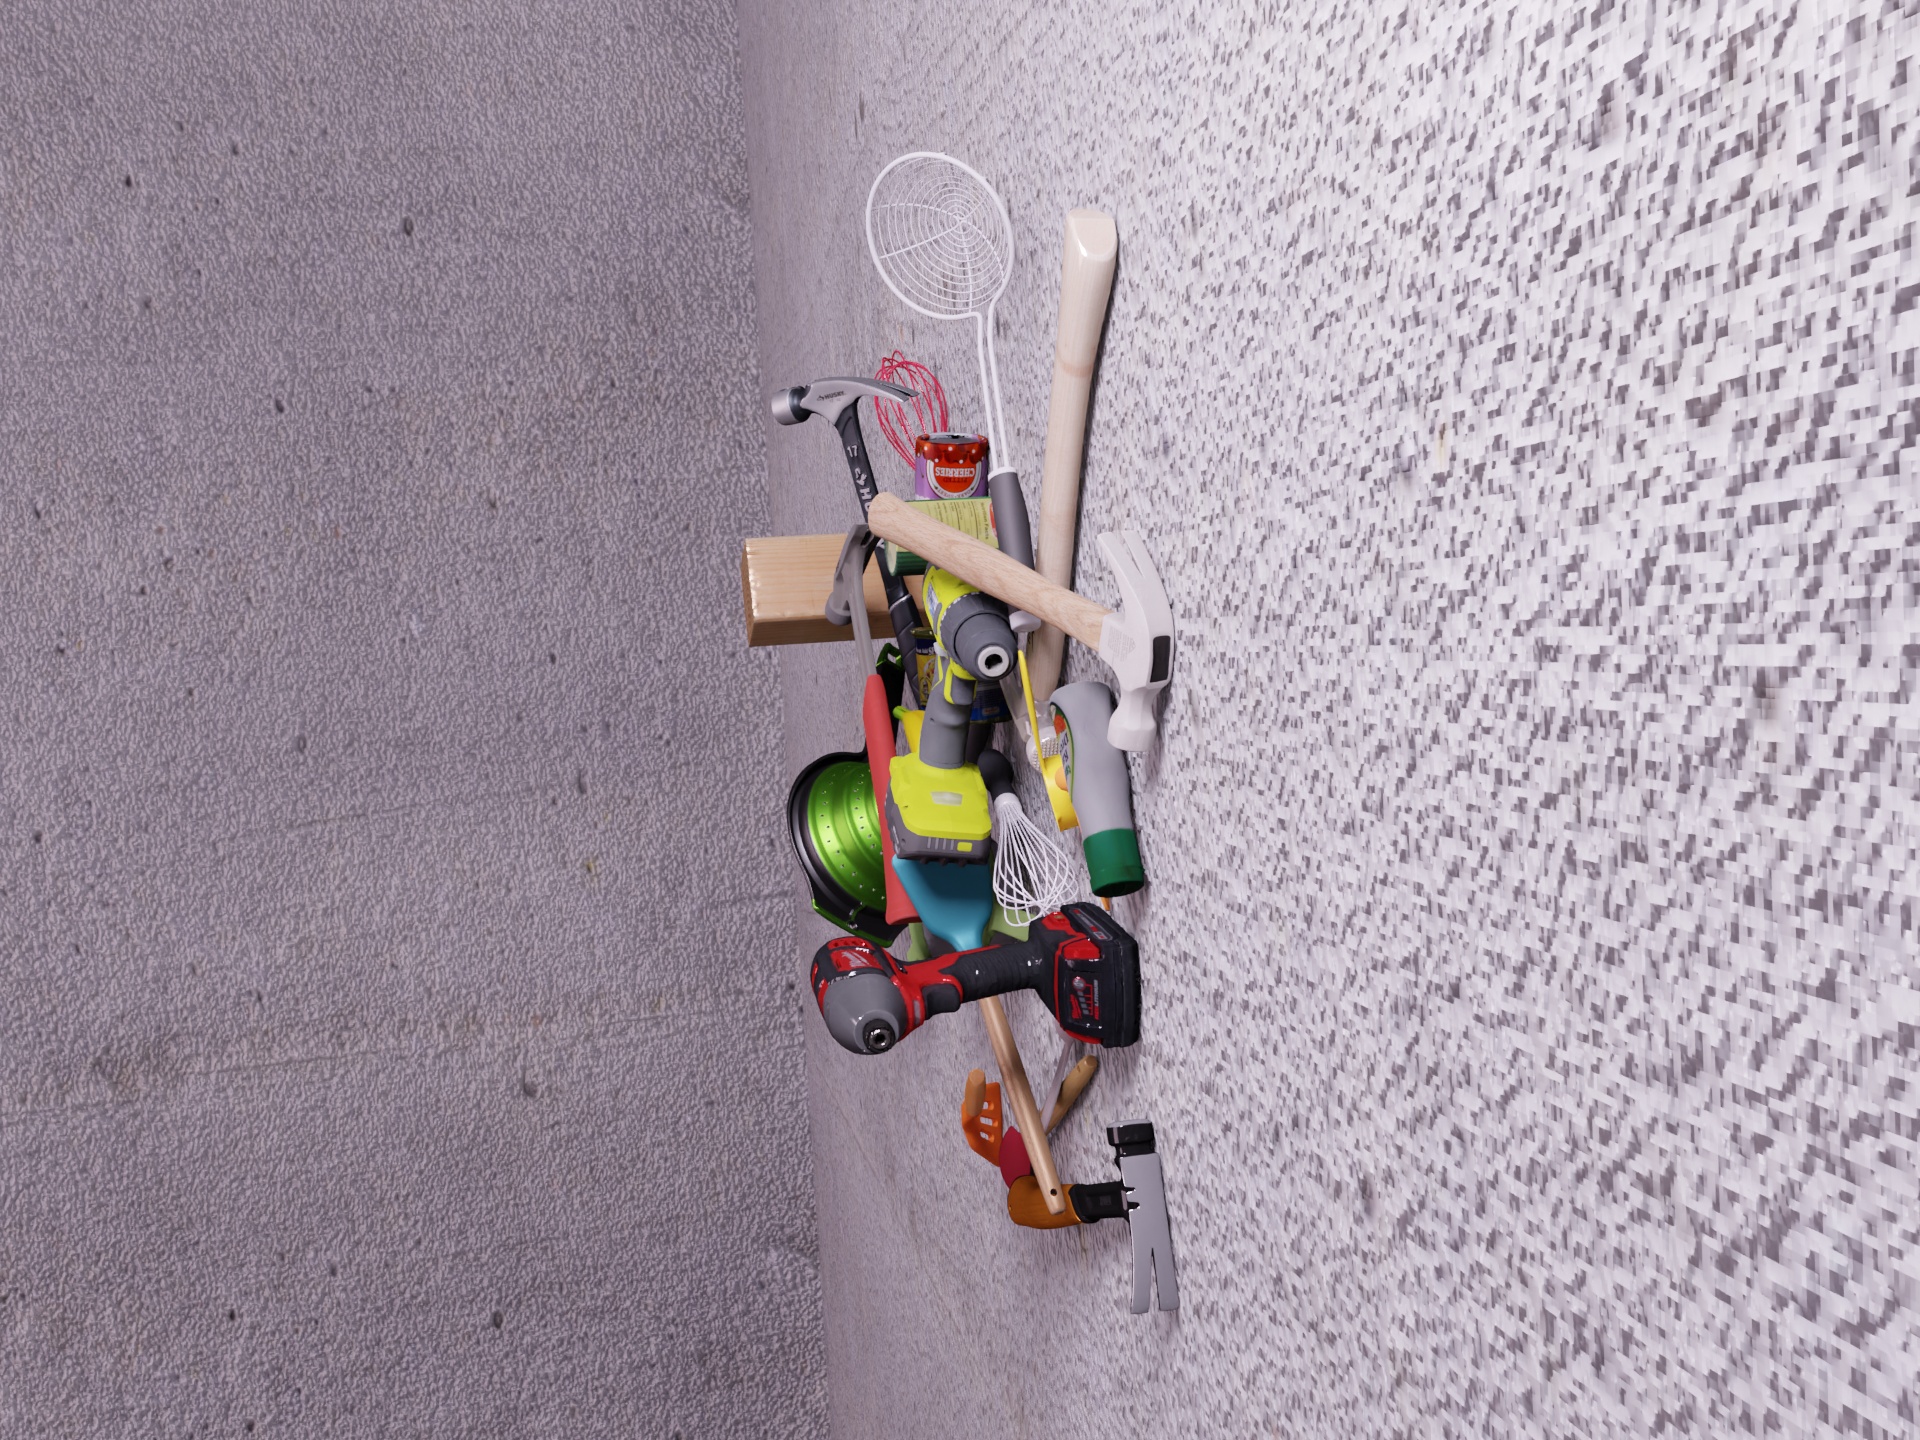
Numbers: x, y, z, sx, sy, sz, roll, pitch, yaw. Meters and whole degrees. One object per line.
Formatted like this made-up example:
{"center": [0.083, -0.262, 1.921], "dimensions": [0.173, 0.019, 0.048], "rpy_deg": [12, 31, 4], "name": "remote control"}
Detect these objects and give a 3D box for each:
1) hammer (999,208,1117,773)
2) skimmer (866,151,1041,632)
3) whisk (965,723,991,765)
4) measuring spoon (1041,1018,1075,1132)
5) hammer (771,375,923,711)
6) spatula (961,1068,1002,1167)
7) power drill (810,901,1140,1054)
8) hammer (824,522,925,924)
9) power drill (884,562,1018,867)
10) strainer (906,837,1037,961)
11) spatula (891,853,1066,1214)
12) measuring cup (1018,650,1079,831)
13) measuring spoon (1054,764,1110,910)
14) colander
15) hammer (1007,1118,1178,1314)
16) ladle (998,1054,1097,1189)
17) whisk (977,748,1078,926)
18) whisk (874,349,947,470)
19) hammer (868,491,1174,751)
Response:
{"center": [0.070, -0.168, 1.168], "dimensions": [0.146, 0.038, 0.410], "rpy_deg": [-110, 20, -55], "name": "hammer"}
{"center": [0.002, -0.242, 1.175], "dimensions": [0.127, 0.090, 0.363], "rpy_deg": [-22, 69, 41], "name": "skimmer"}
{"center": [0.002, 0.059, 1.541], "dimensions": [0.055, 0.055, 0.238], "rpy_deg": [-107, 22, -45], "name": "whisk"}
{"center": [0.072, 0.280, 1.267], "dimensions": [0.034, 0.018, 0.124], "rpy_deg": [-106, 30, -78], "name": "measuring spoon"}
{"center": [-0.058, -0.132, 1.527], "dimensions": [0.036, 0.149, 0.408], "rpy_deg": [-40, -62, -50], "name": "hammer"}
{"center": [0.021, 0.337, 1.399], "dimensions": [0.322, 0.041, 0.081], "rpy_deg": [91, 179, -69], "name": "spatula"}
{"center": [0.009, 0.190, 1.126], "dimensions": [0.143, 0.219, 0.078], "rpy_deg": [-141, 48, -74], "name": "power drill"}
{"center": [-0.070, 0.006, 1.412], "dimensions": [0.149, 0.036, 0.359], "rpy_deg": [120, 143, -58], "name": "hammer"}
{"center": [-0.002, -0.004, 1.251], "dimensions": [0.191, 0.080, 0.228], "rpy_deg": [-110, 27, -66], "name": "power drill"}
{"center": [0.042, 0.165, 1.378], "dimensions": [0.256, 0.069, 0.151], "rpy_deg": [11, 94, 59], "name": "strainer"}
{"center": [0.027, 0.238, 1.271], "dimensions": [0.044, 0.082, 0.318], "rpy_deg": [86, 166, -58], "name": "spatula"}
{"center": [0.069, 0.013, 1.160], "dimensions": [0.062, 0.029, 0.156], "rpy_deg": [-104, 0, -57], "name": "measuring cup"}
{"center": [0.088, 0.086, 1.146], "dimensions": [0.021, 0.011, 0.117], "rpy_deg": [-63, -44, -68], "name": "measuring spoon"}
{"center": [-0.070, 0.050, 1.740], "dimensions": [0.094, 0.204, 0.397], "rpy_deg": [-34, 36, 37], "name": "colander"}
{"center": [0.092, 0.383, 1.231], "dimensions": [0.336, 0.034, 0.127], "rpy_deg": [126, 139, -69], "name": "hammer"}
{"center": [0.072, 0.343, 1.349], "dimensions": [0.315, 0.031, 0.069], "rpy_deg": [109, 148, -57], "name": "ladle"}
{"center": [0.044, 0.087, 1.326], "dimensions": [0.285, 0.070, 0.070], "rpy_deg": [-110, 19, -65], "name": "whisk"}
{"center": [-0.027, -0.240, 1.547], "dimensions": [0.073, 0.073, 0.296], "rpy_deg": [108, 148, -60], "name": "whisk"}
{"center": [0.032, -0.101, 1.112], "dimensions": [0.332, 0.031, 0.130], "rpy_deg": [34, 125, 47], "name": "hammer"}
